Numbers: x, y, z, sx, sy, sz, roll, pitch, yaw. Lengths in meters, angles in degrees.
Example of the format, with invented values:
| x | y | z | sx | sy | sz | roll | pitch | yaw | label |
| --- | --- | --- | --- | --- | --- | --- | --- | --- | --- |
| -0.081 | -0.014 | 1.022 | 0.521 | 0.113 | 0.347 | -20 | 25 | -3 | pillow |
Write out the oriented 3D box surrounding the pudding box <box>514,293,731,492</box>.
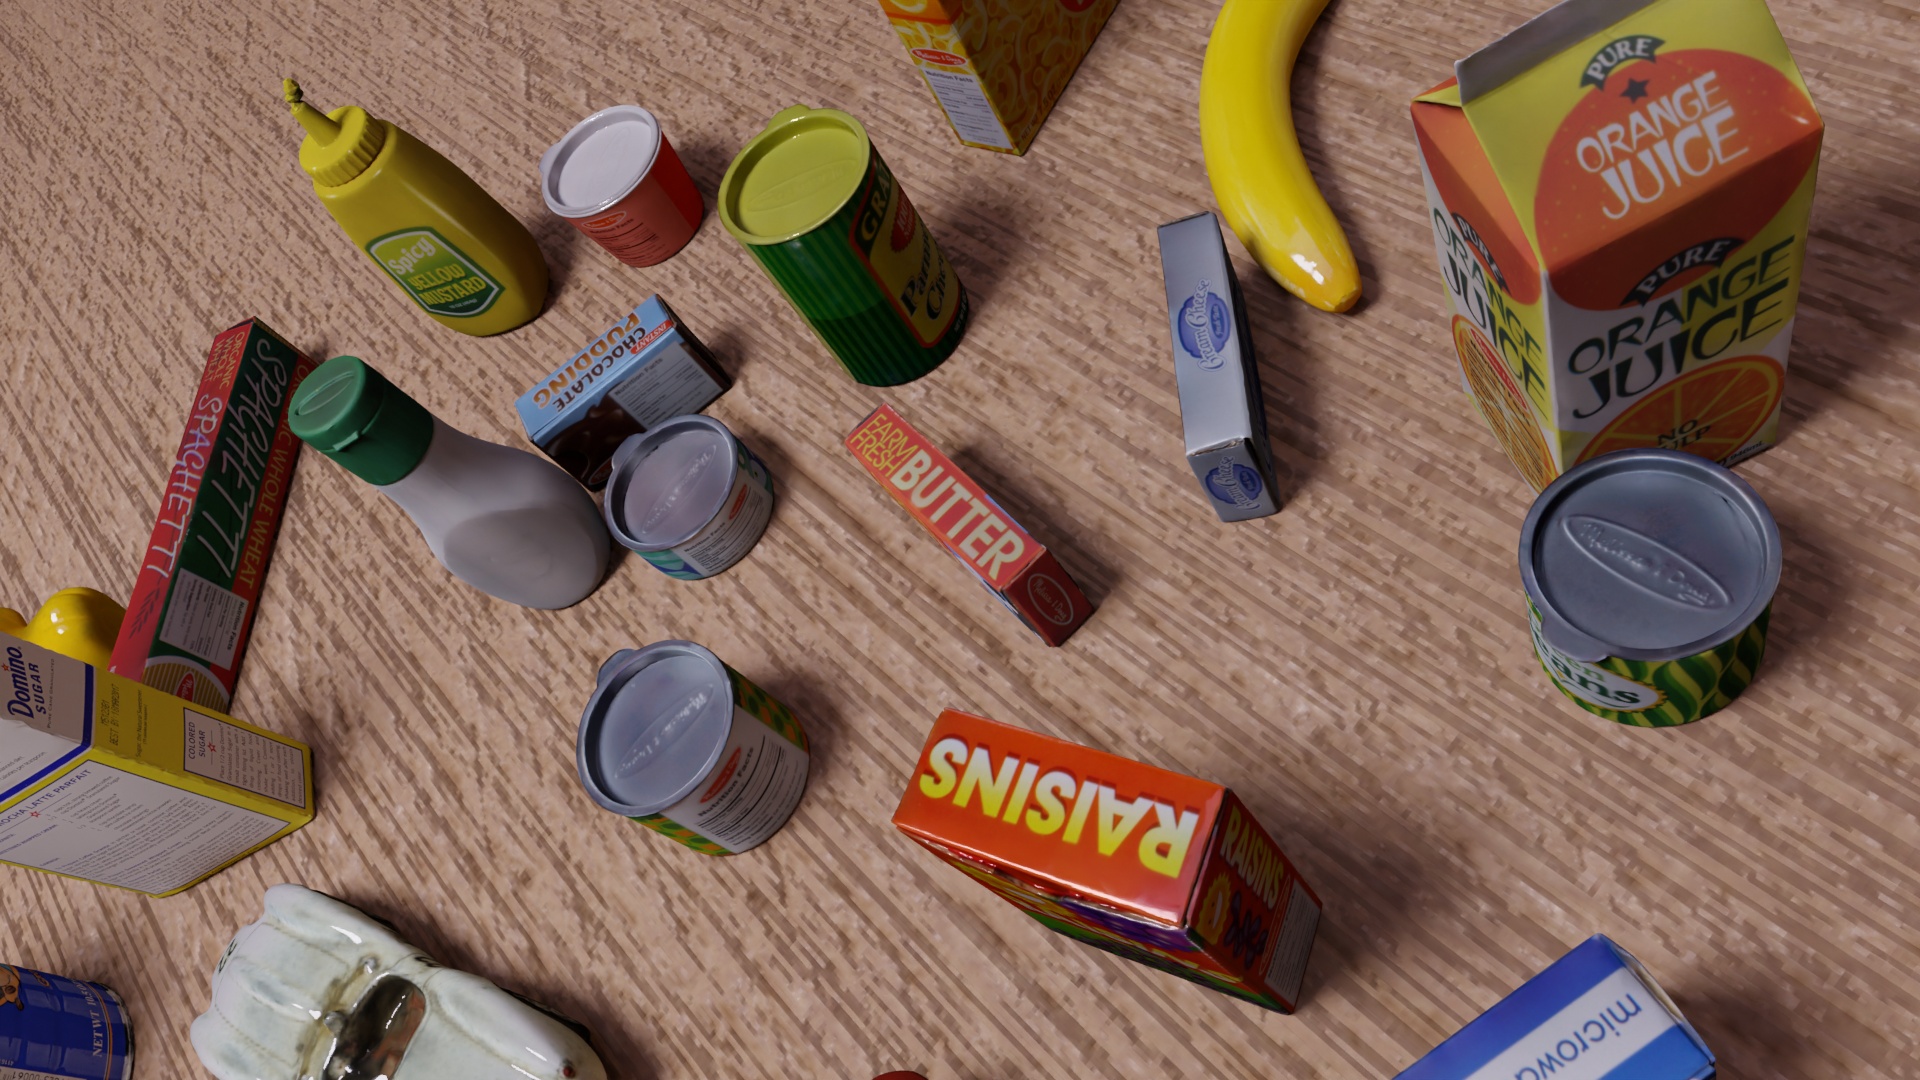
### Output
| x | y | z | sx | sy | sz | roll | pitch | yaw | label |
| --- | --- | --- | --- | --- | --- | --- | --- | --- | --- |
| -0.153 | -0.066 | 0.630 | 0.083 | 0.049 | 0.030 | -38 | 53 | 2 | pudding box |

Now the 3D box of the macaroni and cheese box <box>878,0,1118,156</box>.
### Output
| x | y | z | sx | sy | sz | roll | pitch | yaw | label |
| --- | --- | --- | --- | --- | --- | --- | --- | --- | --- |
| 0.012 | -0.269 | 0.594 | 0.040 | 0.166 | 0.124 | 21 | 74 | 33 | macaroni and cheese box |

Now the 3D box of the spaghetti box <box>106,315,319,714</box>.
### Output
| x | y | z | sx | sy | sz | roll | pitch | yaw | label |
| --- | --- | --- | --- | --- | --- | --- | --- | --- | --- |
| -0.376 | 0.001 | 0.699 | 0.028 | 0.050 | 0.251 | -12 | 58 | 19 | spaghetti box |

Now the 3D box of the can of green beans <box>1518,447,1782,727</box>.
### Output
| x | y | z | sx | sy | sz | roll | pitch | yaw | label |
| --- | --- | --- | --- | --- | --- | --- | --- | --- | --- |
| 0.201 | 0.015 | 0.409 | 0.071 | 0.057 | 0.071 | -12 | 59 | 20 | can of green beans |

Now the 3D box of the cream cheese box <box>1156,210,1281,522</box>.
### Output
| x | y | z | sx | sy | sz | roll | pitch | yaw | label |
| --- | --- | --- | --- | --- | --- | --- | --- | --- | --- |
| 0.094 | -0.063 | 0.508 | 0.024 | 0.053 | 0.104 | -13 | 58 | 19 | cream cheese box |

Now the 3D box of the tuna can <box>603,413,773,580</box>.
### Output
| x | y | z | sx | sy | sz | roll | pitch | yaw | label |
| --- | --- | --- | --- | --- | --- | --- | --- | --- | --- |
| -0.118 | -0.019 | 0.597 | 0.071 | 0.032 | 0.071 | -12 | 58 | 20 | tuna can |

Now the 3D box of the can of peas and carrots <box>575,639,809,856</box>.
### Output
| x | y | z | sx | sy | sz | roll | pitch | yaw | label |
| --- | --- | --- | --- | --- | --- | --- | --- | --- | --- |
| -0.100 | 0.077 | 0.518 | 0.071 | 0.058 | 0.071 | -12 | 59 | 20 | can of peas and carrots |

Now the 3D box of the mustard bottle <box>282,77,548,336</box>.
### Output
| x | y | z | sx | sy | sz | roll | pitch | yaw | label |
| --- | --- | --- | --- | --- | --- | --- | --- | --- | --- |
| -0.268 | -0.161 | 0.671 | 0.065 | 0.159 | 0.049 | -14 | 58 | 19 | mustard bottle |

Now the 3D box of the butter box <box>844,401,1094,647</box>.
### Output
| x | y | z | sx | sy | sz | roll | pitch | yaw | label |
| --- | --- | --- | --- | --- | --- | --- | --- | --- | --- |
| 0.002 | -0.007 | 0.520 | 0.024 | 0.053 | 0.104 | -45 | 53 | -3 | butter box |

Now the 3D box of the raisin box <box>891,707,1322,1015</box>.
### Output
| x | y | z | sx | sy | sz | roll | pitch | yaw | label |
| --- | --- | --- | --- | --- | --- | --- | --- | --- | --- |
| 0.047 | 0.094 | 0.397 | 0.086 | 0.123 | 0.040 | 13 | 69 | 31 | raisin box |

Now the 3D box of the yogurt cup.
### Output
| x | y | z | sx | sy | sz | roll | pitch | yaw | label |
| --- | --- | --- | --- | --- | --- | --- | --- | --- | --- |
| -0.166 | -0.174 | 0.695 | 0.072 | 0.053 | 0.073 | -12 | 59 | 20 | yogurt cup |

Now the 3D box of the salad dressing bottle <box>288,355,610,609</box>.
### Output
| x | y | z | sx | sy | sz | roll | pitch | yaw | label |
| --- | --- | --- | --- | --- | --- | --- | --- | --- | --- |
| -0.204 | -0.021 | 0.569 | 0.064 | 0.147 | 0.044 | -30 | 54 | 8 | salad dressing bottle |

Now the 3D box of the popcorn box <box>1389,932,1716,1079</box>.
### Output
| x | y | z | sx | sy | sz | roll | pitch | yaw | label |
| --- | --- | --- | --- | --- | --- | --- | --- | --- | --- |
| 0.125 | 0.158 | 0.348 | 0.126 | 0.085 | 0.038 | -37 | 54 | 3 | popcorn box |

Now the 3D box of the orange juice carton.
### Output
| x | y | z | sx | sy | sz | roll | pitch | yaw | label |
| --- | --- | --- | --- | --- | --- | --- | --- | --- | --- |
| 0.181 | -0.084 | 0.391 | 0.072 | 0.192 | 0.073 | -28 | 55 | 10 | orange juice carton |

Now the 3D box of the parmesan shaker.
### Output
| x | y | z | sx | sy | sz | roll | pitch | yaw | label |
| --- | --- | --- | --- | --- | --- | --- | --- | --- | --- |
| -0.045 | -0.120 | 0.576 | 0.071 | 0.103 | 0.071 | -12 | 59 | 20 | parmesan shaker |
